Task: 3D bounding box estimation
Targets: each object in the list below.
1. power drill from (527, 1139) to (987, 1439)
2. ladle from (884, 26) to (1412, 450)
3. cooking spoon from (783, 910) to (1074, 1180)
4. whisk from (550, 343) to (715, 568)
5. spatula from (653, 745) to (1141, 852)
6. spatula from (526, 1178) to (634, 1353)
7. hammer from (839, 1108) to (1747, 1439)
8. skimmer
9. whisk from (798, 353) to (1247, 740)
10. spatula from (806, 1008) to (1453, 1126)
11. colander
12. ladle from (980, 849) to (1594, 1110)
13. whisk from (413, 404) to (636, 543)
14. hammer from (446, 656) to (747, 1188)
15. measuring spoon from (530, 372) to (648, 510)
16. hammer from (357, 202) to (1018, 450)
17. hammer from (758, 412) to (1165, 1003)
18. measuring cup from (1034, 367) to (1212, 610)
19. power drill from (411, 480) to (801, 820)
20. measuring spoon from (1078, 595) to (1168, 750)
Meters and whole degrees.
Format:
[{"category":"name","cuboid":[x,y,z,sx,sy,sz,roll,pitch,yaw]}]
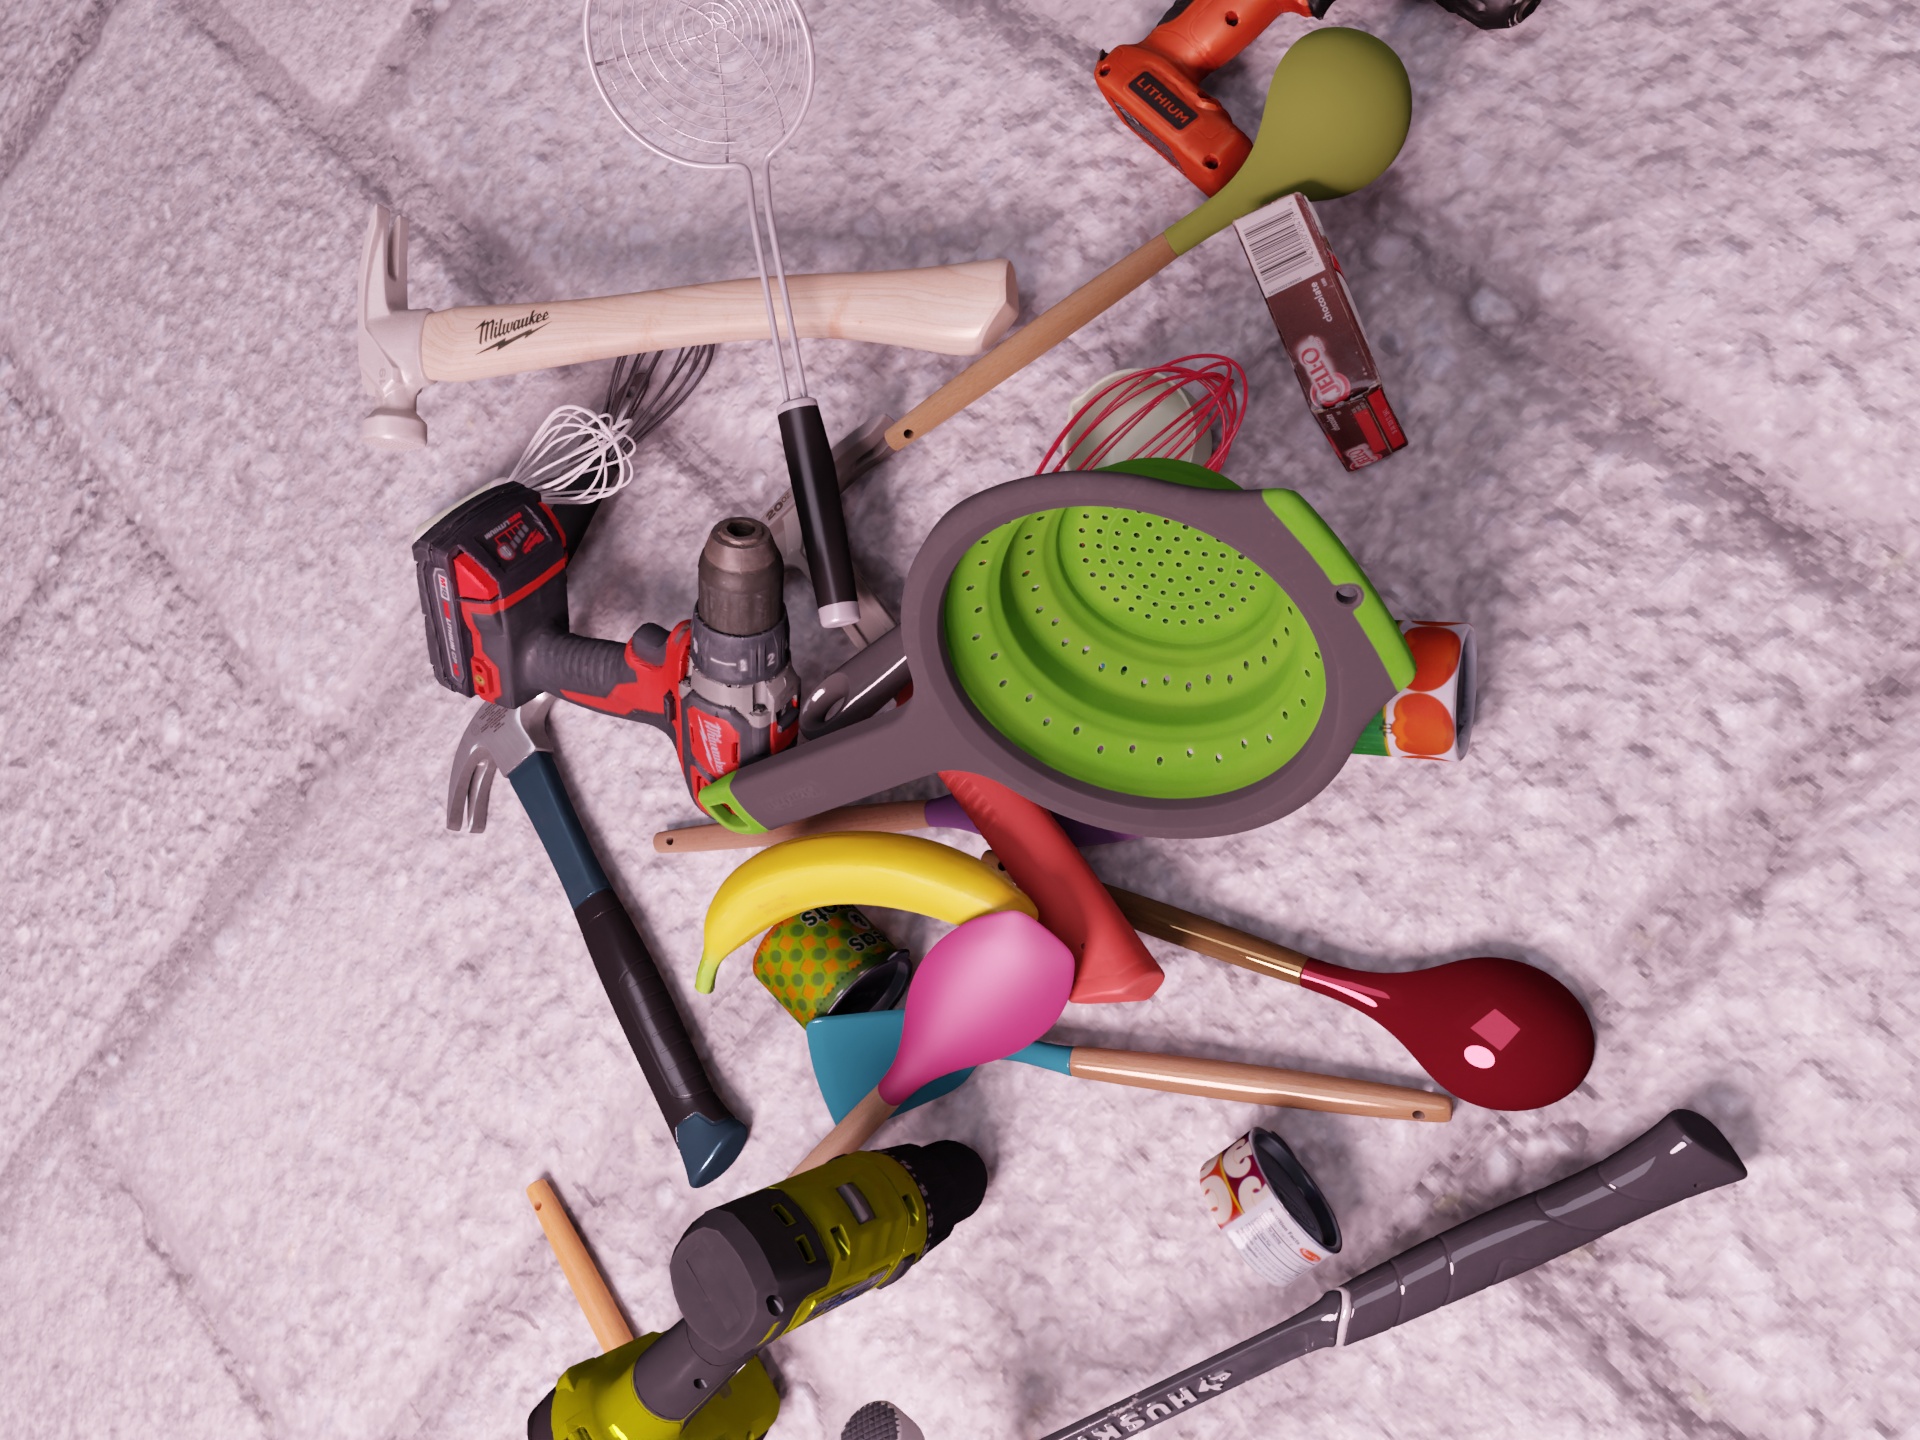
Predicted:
[{"category":"power drill","cuboid":[-0.097,0.297,0.795,0.080,0.190,0.228,51,118,23]},{"category":"ladle","cuboid":[0.086,-0.236,0.822,0.320,0.078,0.062,-31,33,25]},{"category":"cooking spoon","cuboid":[-0.050,0.207,0.817,0.069,0.017,0.318,39,118,-2]},{"category":"whisk","cuboid":[-0.224,-0.163,0.993,0.055,0.055,0.239,40,104,25]},{"category":"spatula","cuboid":[-0.039,0.051,0.879,0.316,0.018,0.060,-9,79,26]},{"category":"spatula","cuboid":[-0.169,0.394,0.876,0.081,0.041,0.323,-44,65,15]},{"category":"hammer","cuboid":[0.155,0.280,0.714,0.409,0.149,0.036,-29,32,10]},{"category":"skimmer","cuboid":[-0.112,-0.228,0.841,0.127,0.090,0.363,-13,87,22]},{"category":"whisk","cuboid":[0.025,-0.079,0.801,0.296,0.073,0.073,-39,68,21]},{"category":"spatula","cuboid":[0.078,0.181,0.790,0.317,0.044,0.082,2,123,23]},{"category":"colander","cuboid":[0.023,-0.027,0.762,0.397,0.204,0.095,-20,31,38]},{"category":"ladle","cuboid":[0.146,0.113,0.781,0.315,0.031,0.069,17,90,28]},{"category":"whisk","cuboid":[-0.275,-0.139,0.976,0.246,0.057,0.059,-14,32,45]},{"category":"hammer","cuboid":[-0.212,0.118,0.945,0.128,0.033,0.331,-37,68,15]},{"category":"measuring spoon","cuboid":[-0.242,-0.174,1.016,0.034,0.018,0.124,44,100,25]},{"category":"hammer","cuboid":[-0.169,-0.243,0.924,0.410,0.038,0.146,-1,89,16]},{"category":"hammer","cuboid":[-0.001,-0.003,0.844,0.149,0.036,0.359,-43,61,11]},{"category":"measuring cup","cuboid":[0.073,-0.107,0.850,0.083,0.038,0.167,40,111,26]},{"category":"power drill","cuboid":[-0.187,-0.055,0.874,0.227,0.080,0.187,24,134,18]},{"category":"measuring spoon","cuboid":[0.079,-0.004,0.840,0.042,0.021,0.128,24,101,27]}]
